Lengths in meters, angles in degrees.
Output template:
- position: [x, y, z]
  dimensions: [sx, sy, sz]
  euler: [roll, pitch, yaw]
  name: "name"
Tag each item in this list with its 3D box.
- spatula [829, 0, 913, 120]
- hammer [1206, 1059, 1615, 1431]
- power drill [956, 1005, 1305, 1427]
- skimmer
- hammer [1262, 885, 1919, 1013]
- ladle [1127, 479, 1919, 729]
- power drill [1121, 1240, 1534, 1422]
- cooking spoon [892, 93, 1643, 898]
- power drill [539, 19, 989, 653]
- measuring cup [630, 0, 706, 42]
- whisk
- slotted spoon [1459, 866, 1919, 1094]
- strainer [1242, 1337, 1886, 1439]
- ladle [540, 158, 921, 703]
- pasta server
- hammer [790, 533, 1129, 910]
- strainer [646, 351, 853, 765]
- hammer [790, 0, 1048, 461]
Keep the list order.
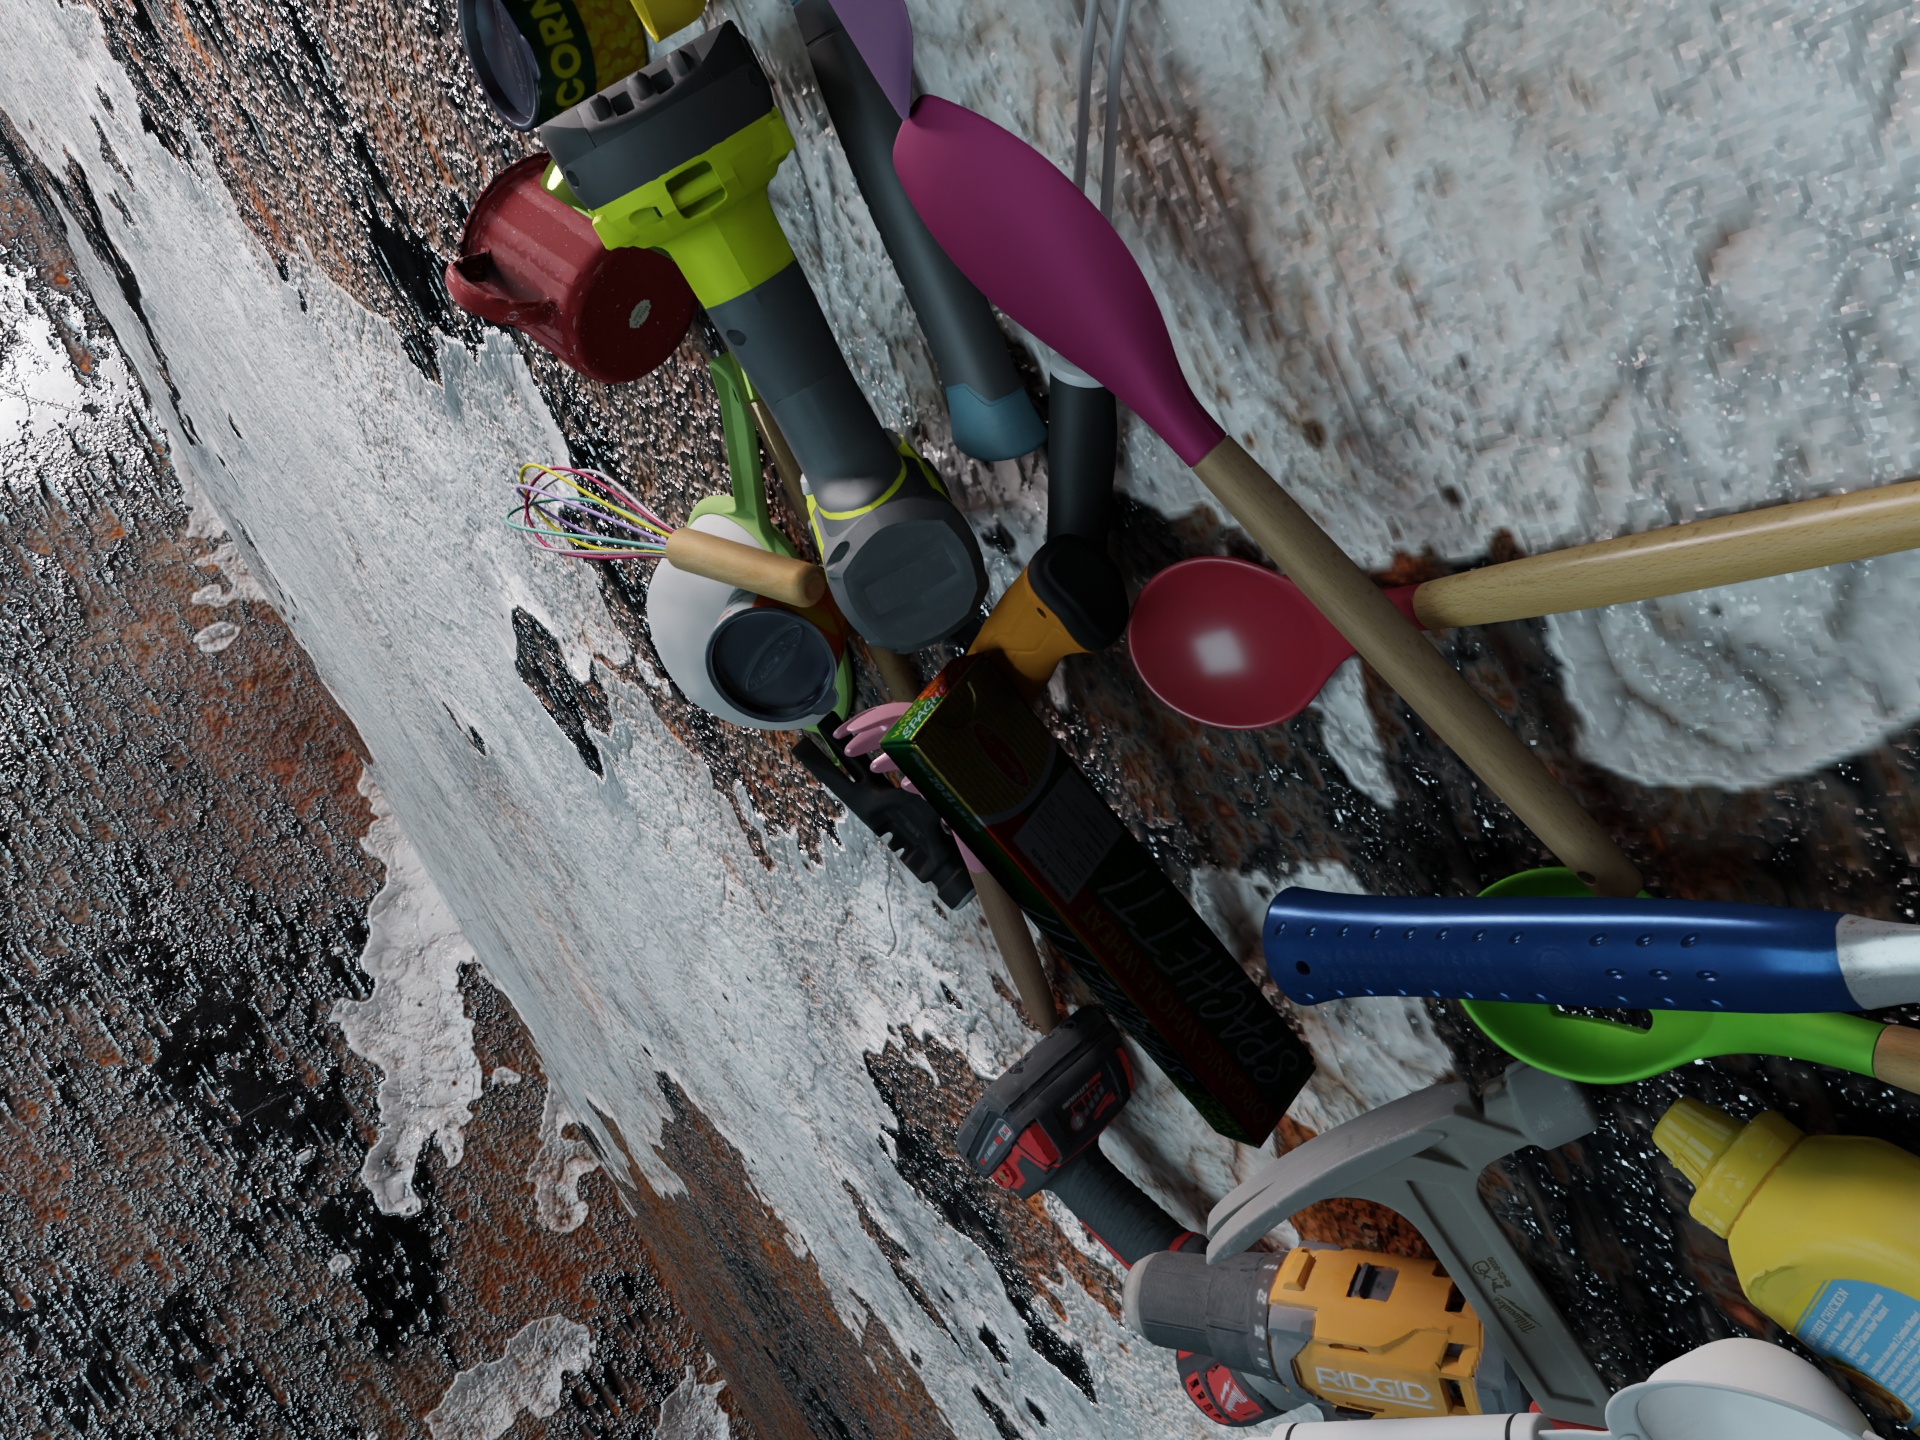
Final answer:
- position: [-0.083, -0.316, 0.484]
  dimensions: [0.316, 0.018, 0.059]
  euler: [62, 168, 16]
  name: "spatula"
- position: [0.246, 0.294, 0.595]
  dimensions: [0.359, 0.149, 0.037]
  euler: [56, -162, -8]
  name: "hammer"
- position: [0.104, 0.265, 0.831]
  dimensions: [0.220, 0.078, 0.143]
  euler: [46, 152, 15]
  name: "power drill"
- position: [0.025, -0.148, 0.499]
  dimensions: [0.127, 0.090, 0.362]
  euler: [25, 143, 23]
  name: "skimmer"
- position: [0.230, 0.054, 0.390]
  dimensions: [0.405, 0.035, 0.144]
  euler: [-10, 110, 55]
  name: "hammer"
- position: [0.157, -0.038, 0.469]
  dimensions: [0.315, 0.031, 0.069]
  euler: [-9, 115, 59]
  name: "ladle"
- position: [0.180, 0.329, 0.711]
  dimensions: [0.185, 0.084, 0.226]
  euler: [-5, 116, 34]
  name: "power drill"
- position: [0.092, -0.062, 0.476]
  dimensions: [0.319, 0.017, 0.068]
  euler: [46, 157, -2]
  name: "cooking spoon"
- position: [-0.069, -0.148, 0.626]
  dimensions: [0.223, 0.080, 0.171]
  euler: [61, -178, -24]
  name: "power drill"
- position: [-0.120, -0.309, 0.588]
  dimensions: [0.062, 0.029, 0.156]
  euler: [62, 174, 2]
  name: "measuring cup"
- position: [-0.158, -0.095, 0.816]
  dimensions: [0.245, 0.051, 0.047]
  euler: [20, 114, 40]
  name: "whisk"
- position: [0.270, 0.097, 0.418]
  dimensions: [0.314, 0.031, 0.070]
  euler: [13, 106, 51]
  name: "slotted spoon"
- position: [0.197, 0.236, 0.527]
  dimensions: [0.258, 0.050, 0.086]
  euler: [-25, 117, 41]
  name: "strainer"
- position: [-0.094, -0.124, 0.749]
  dimensions: [0.078, 0.062, 0.320]
  euler: [-114, -2, -63]
  name: "ladle"
- position: [0.010, 0.085, 0.759]
  dimensions: [0.060, 0.040, 0.315]
  euler: [33, 159, 32]
  name: "pasta server"
- position: [-0.001, -0.002, 0.718]
  dimensions: [0.127, 0.034, 0.336]
  euler: [44, 157, 4]
  name: "hammer"
- position: [-0.131, -0.081, 0.859]
  dimensions: [0.152, 0.069, 0.256]
  euler: [41, 151, 29]
  name: "strainer"
- position: [-0.045, -0.249, 0.576]
  dimensions: [0.128, 0.033, 0.330]
  euler: [6, 124, 59]
  name: "hammer"
